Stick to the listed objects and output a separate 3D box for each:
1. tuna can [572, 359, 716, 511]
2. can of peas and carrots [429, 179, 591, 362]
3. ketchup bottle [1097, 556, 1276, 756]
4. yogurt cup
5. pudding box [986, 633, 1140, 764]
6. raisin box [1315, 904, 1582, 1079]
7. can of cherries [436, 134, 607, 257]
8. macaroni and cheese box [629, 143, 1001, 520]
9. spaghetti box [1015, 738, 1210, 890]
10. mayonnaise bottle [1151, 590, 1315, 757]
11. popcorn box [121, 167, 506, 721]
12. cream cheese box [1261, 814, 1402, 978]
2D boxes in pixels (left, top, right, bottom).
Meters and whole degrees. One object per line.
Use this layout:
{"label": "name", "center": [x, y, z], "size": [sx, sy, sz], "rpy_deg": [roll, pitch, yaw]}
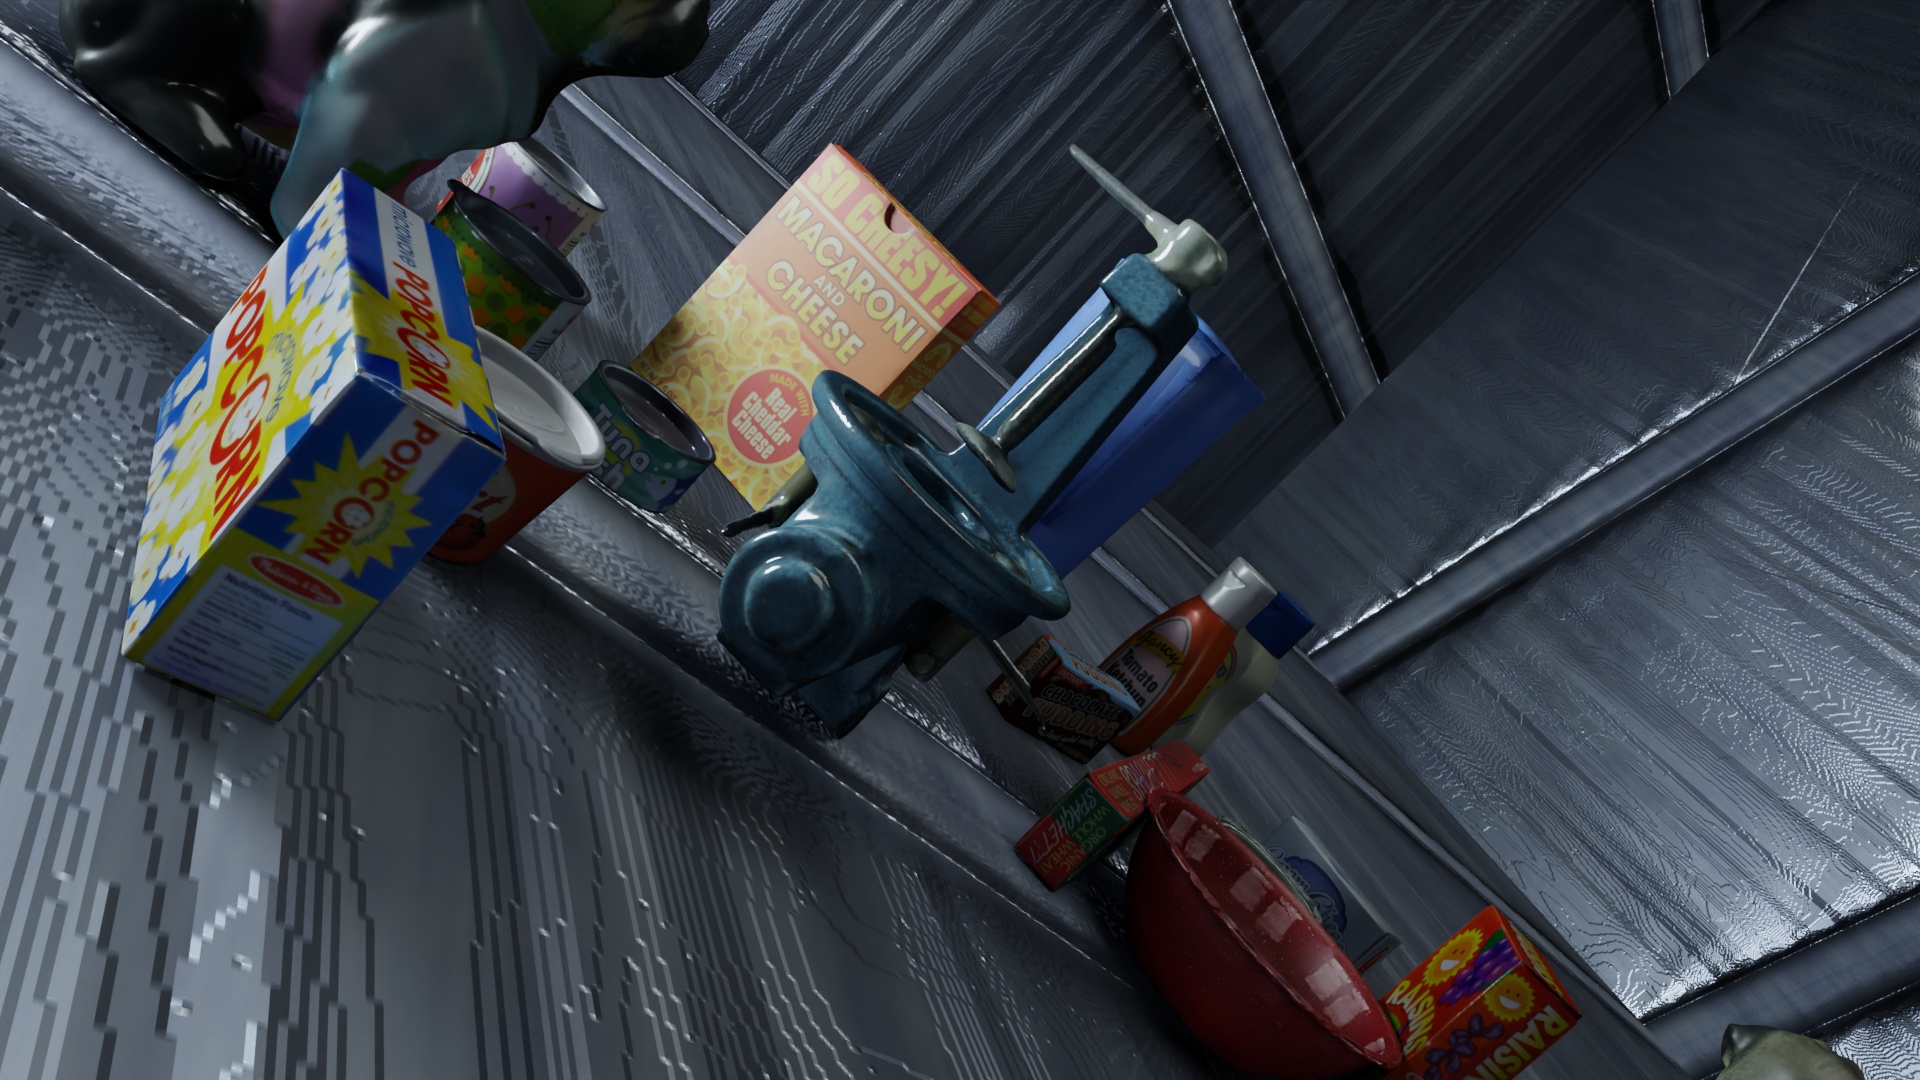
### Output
{"label": "tuna can", "center": [-0.144, -0.045, 0.615], "size": [0.071, 0.033, 0.071], "rpy_deg": [42, 10, -9]}
{"label": "can of peas and carrots", "center": [-0.195, -0.099, 0.559], "size": [0.071, 0.058, 0.071], "rpy_deg": [43, 10, -9]}
{"label": "ketchup bottle", "center": [0.149, 0.075, 0.942], "size": [0.043, 0.148, 0.065], "rpy_deg": [33, 14, -48]}
{"label": "yogurt cup", "center": [-0.157, -0.030, 0.443], "size": [0.072, 0.054, 0.072], "rpy_deg": [42, 10, -9]}
{"label": "pudding box", "center": [0.061, 0.093, 0.811], "size": [0.083, 0.049, 0.030], "rpy_deg": [35, 13, -42]}
{"label": "raisin box", "center": [0.228, 0.239, 0.661], "size": [0.040, 0.123, 0.086], "rpy_deg": [45, 10, 7]}
{"label": "can of cherries", "center": [-0.232, -0.177, 0.730], "size": [0.071, 0.058, 0.071], "rpy_deg": [42, 10, -9]}
{"label": "macaroni and cheese box", "center": [-0.080, -0.109, 0.746], "size": [0.124, 0.166, 0.040], "rpy_deg": [47, 10, 17]}
{"label": "spaghetti box", "center": [0.087, 0.138, 0.728], "size": [0.029, 0.050, 0.250], "rpy_deg": [47, 10, 16]}
{"label": "mayonnaise bottle", "center": [0.196, 0.100, 1.027], "size": [0.041, 0.148, 0.065], "rpy_deg": [38, 11, -33]}
{"label": "popcorn box", "center": [-0.160, -0.030, 0.343], "size": [0.038, 0.085, 0.127], "rpy_deg": [36, 13, -39]}
{"label": "cream cheese box", "center": [0.226, 0.231, 0.885], "size": [0.024, 0.053, 0.104], "rpy_deg": [35, 13, -43]}
